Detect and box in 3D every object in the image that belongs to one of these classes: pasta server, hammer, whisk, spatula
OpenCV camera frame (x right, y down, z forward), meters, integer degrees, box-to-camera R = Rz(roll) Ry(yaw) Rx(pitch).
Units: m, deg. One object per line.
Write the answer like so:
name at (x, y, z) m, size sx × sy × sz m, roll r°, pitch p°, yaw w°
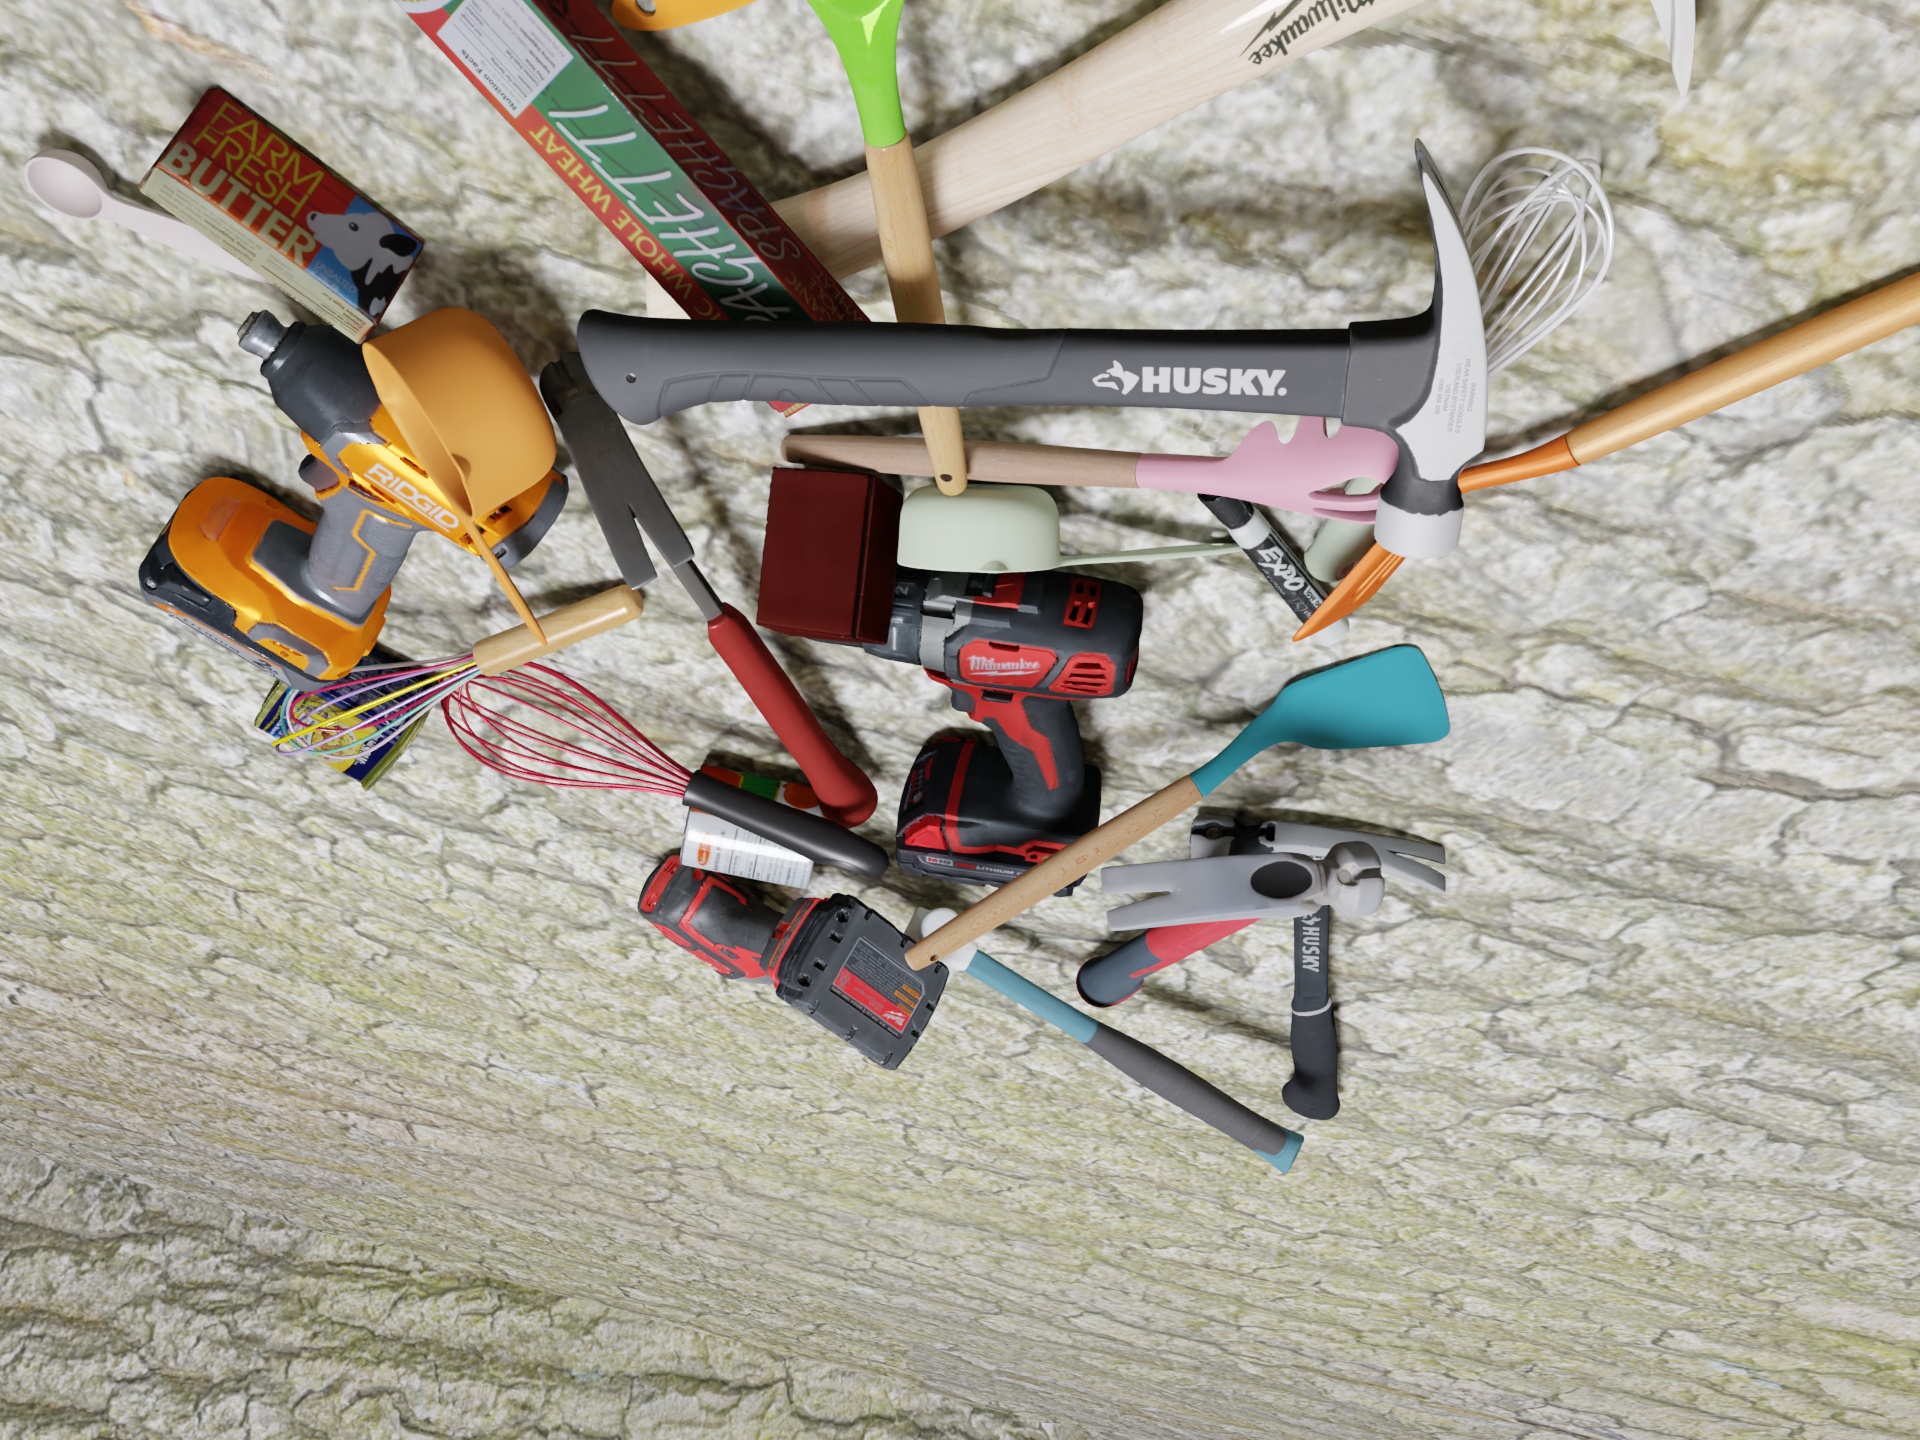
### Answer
pasta server at (0.056, -0.116, 0.690) m, size 0.316 × 0.040 × 0.060 m, roll 8°, pitch 152°, yaw 29°
hammer at (0.022, -0.135, 0.584) m, size 0.335 × 0.035 × 0.146 m, roll 3°, pitch 127°, yaw 9°
hammer at (0.112, 0.135, 0.962) m, size 0.143 × 0.038 × 0.386 m, roll -4°, pitch 164°, yaw -11°
whisk at (0.191, -0.131, 0.647) m, size 0.059 × 0.058 × 0.246 m, roll 45°, pitch 152°, yaw 15°
hammer at (0.044, -0.212, 0.582) m, size 0.410 × 0.038 × 0.146 m, roll -14°, pitch 139°, yaw 35°
hammer at (0.102, 0.226, 1.119) m, size 0.331 × 0.033 × 0.128 m, roll 32°, pitch 166°, yaw -6°
spatula at (0.274, -0.111, 0.639) m, size 0.322 × 0.081 × 0.041 m, roll -24°, pitch 90°, yaw 37°
whisk at (-0.181, 0.033, 0.958) m, size 0.296 × 0.073 × 0.073 m, roll 22°, pitch 146°, yaw 2°
whisk at (-0.292, -0.030, 0.915) m, size 0.245 × 0.051 × 0.047 m, roll -20°, pitch 158°, yaw 13°
hammer at (-0.110, -0.029, 0.839) m, size 0.036 × 0.149 × 0.358 m, roll -30°, pitch 145°, yaw -2°
hammer at (0.246, 0.184, 1.091) m, size 0.149 × 0.036 × 0.408 m, roll 2°, pitch 145°, yaw 15°
spatula at (0.108, 0.055, 0.854) m, size 0.317 × 0.044 × 0.082 m, roll -32°, pitch 135°, yaw 5°

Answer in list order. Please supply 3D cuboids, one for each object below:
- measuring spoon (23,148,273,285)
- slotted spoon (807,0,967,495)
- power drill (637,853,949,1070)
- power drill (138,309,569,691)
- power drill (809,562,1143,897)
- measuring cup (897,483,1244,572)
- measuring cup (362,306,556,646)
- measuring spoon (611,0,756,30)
measuring spoon at (-0.355, -0.227, 0.722) m, size 0.124 × 0.018 × 0.034 m, roll 20°, pitch 146°, yaw -21°
slotted spoon at (-0.025, -0.192, 0.579) m, size 0.070 × 0.031 × 0.313 m, roll 6°, pitch 147°, yaw 13°
power drill at (-0.117, 0.162, 1.099) m, size 0.220 × 0.078 × 0.143 m, roll 10°, pitch 153°, yaw 50°
power drill at (-0.330, -0.113, 0.819) m, size 0.226 × 0.084 × 0.164 m, roll -25°, pitch 130°, yaw 38°
power drill at (-0.001, -0.003, 0.869) m, size 0.188 × 0.080 × 0.226 m, roll 8°, pitch 143°, yaw 7°
measuring cup at (0.053, -0.093, 0.747) m, size 0.167 × 0.038 × 0.083 m, roll -3°, pitch -168°, yaw -9°
measuring cup at (-0.209, -0.110, 0.736) m, size 0.095 × 0.052 × 0.173 m, roll 38°, pitch 156°, yaw 41°
measuring spoon at (-0.077, -0.268, 0.568) m, size 0.117 × 0.011 × 0.021 m, roll -3°, pitch 144°, yaw 29°
